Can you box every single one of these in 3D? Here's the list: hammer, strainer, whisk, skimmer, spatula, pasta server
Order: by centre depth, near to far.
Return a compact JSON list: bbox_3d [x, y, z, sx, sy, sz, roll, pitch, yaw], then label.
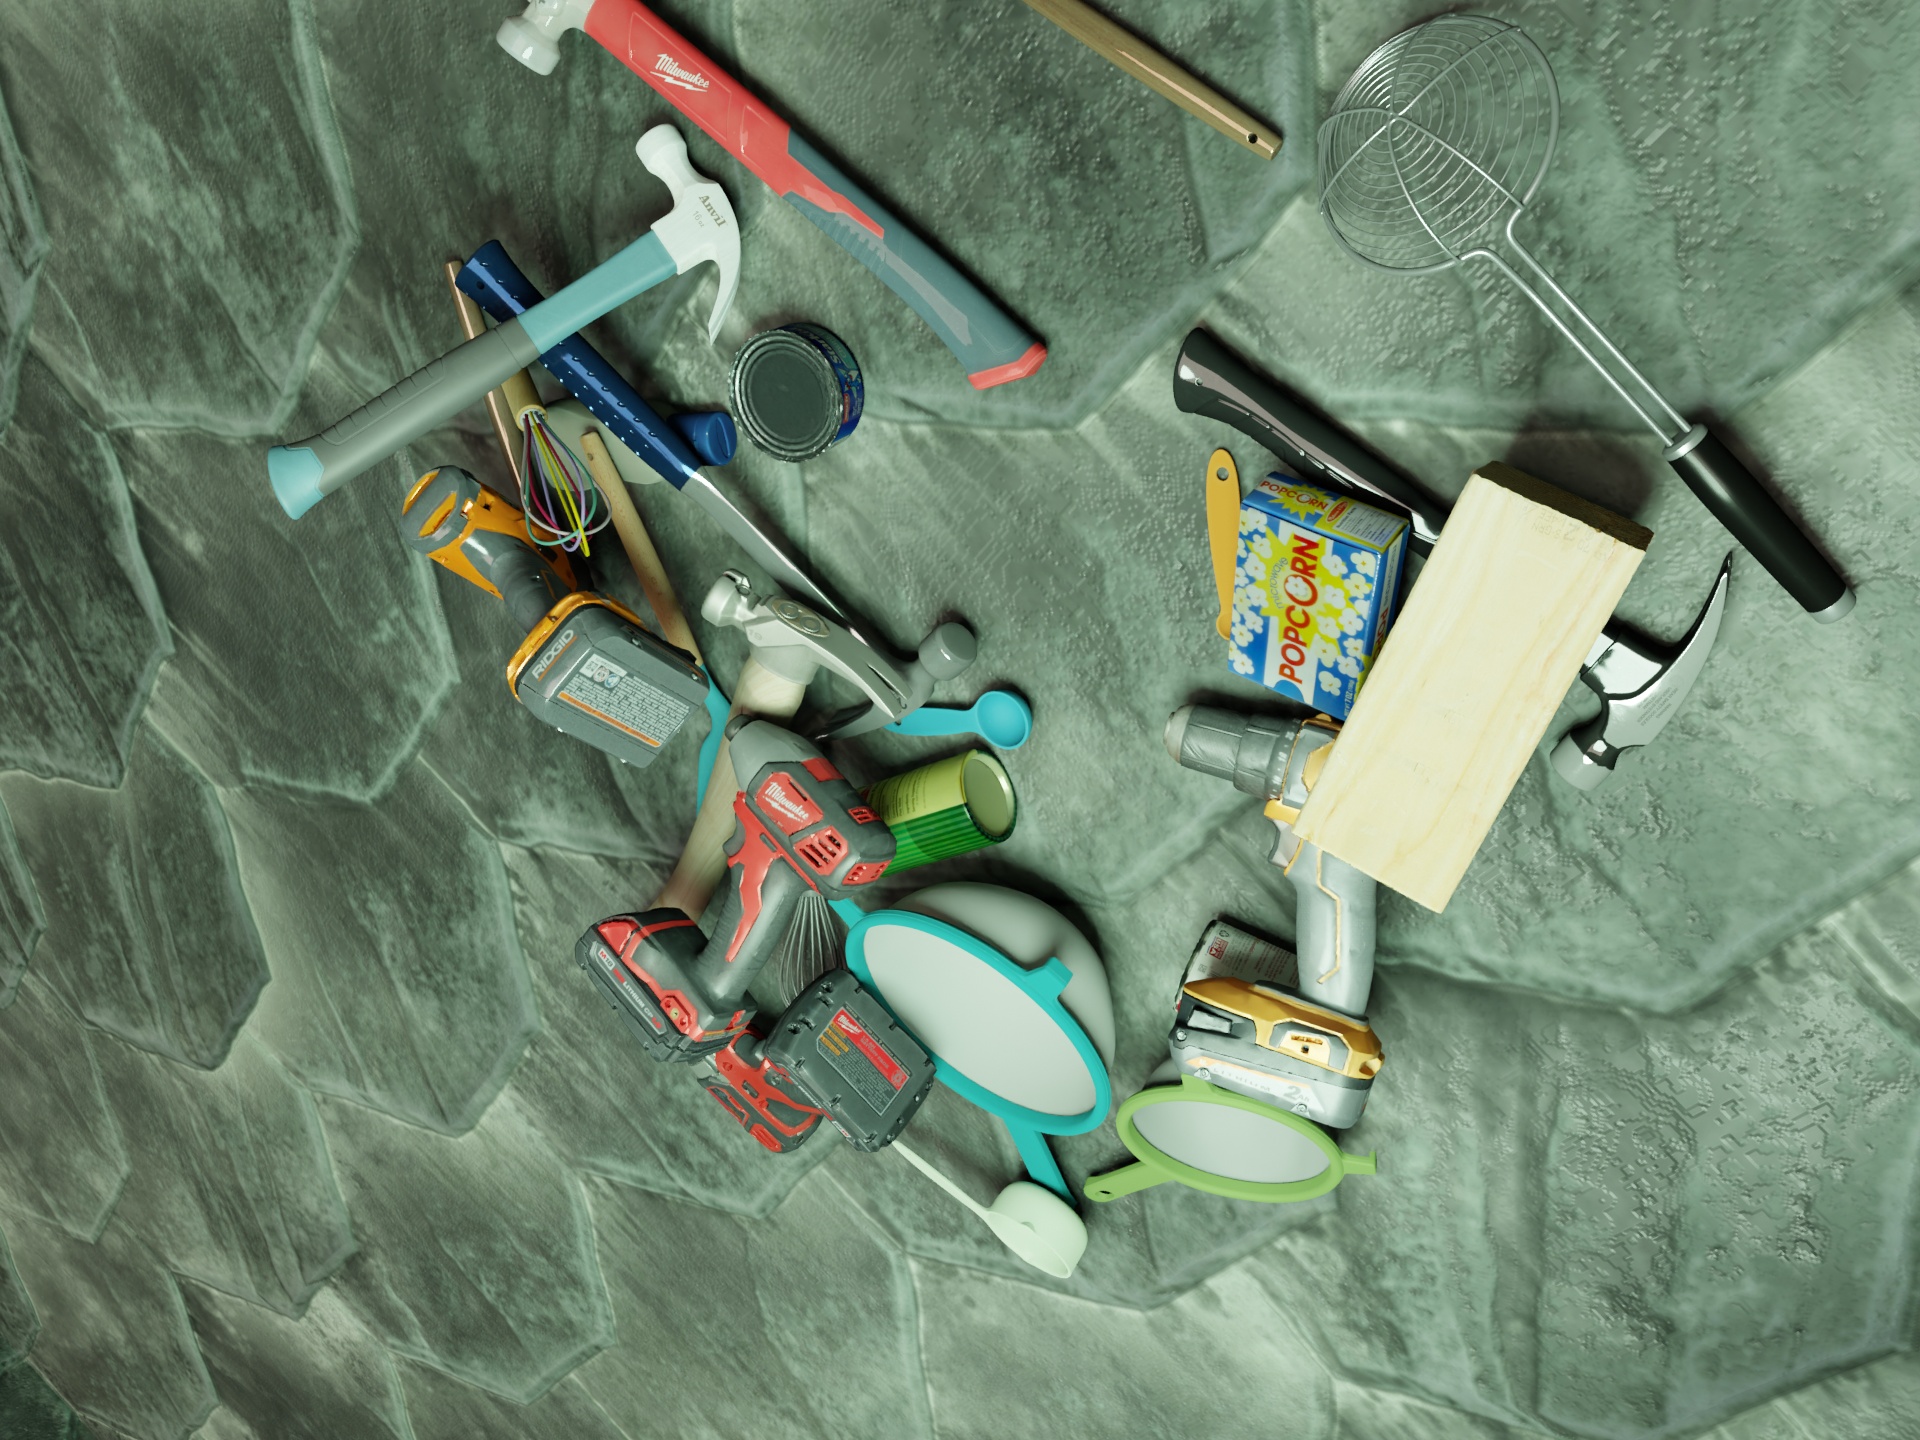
[{"bbox_3d":[0.325,-0.194,0.805,0.363,0.090,0.127,44,123,-9],"label":"skimmer"},{"bbox_3d":[0.045,-0.398,0.867,0.316,0.018,0.059,38,124,9],"label":"spatula"},{"bbox_3d":[0.258,-0.112,0.877,0.335,0.035,0.146,38,126,8],"label":"hammer"},{"bbox_3d":[-0.094,-0.345,0.948,0.386,0.038,0.143,40,108,2],"label":"hammer"},{"bbox_3d":[-0.279,-0.231,0.981,0.331,0.033,0.128,-35,90,-9],"label":"hammer"},{"bbox_3d":[-0.173,-0.148,1.051,0.405,0.035,0.144,45,130,-8],"label":"hammer"},{"bbox_3d":[-0.280,-0.185,1.056,0.051,0.047,0.245,-38,48,7],"label":"whisk"},{"bbox_3d":[0.161,0.281,1.105,0.151,0.069,0.256,29,145,-12],"label":"strainer"},{"bbox_3d":[0.049,0.225,1.127,0.211,0.095,0.340,14,140,36],"label":"strainer"},{"bbox_3d":[-0.205,-0.055,1.133,0.082,0.044,0.317,-3,121,32],"label":"spatula"},{"bbox_3d":[-0.167,0.077,1.155,0.146,0.038,0.410,32,131,3],"label":"hammer"},{"bbox_3d":[-0.327,-0.175,1.164,0.040,0.060,0.316,-15,105,0],"label":"pasta server"},{"bbox_3d":[-0.109,0.124,1.185,0.055,0.055,0.238,11,112,24],"label":"whisk"}]

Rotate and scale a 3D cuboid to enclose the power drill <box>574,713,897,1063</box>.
[{"bbox_3d":[-0.152,0.108,1.055,0.143,0.078,0.219,46,109,20],"label":"power drill"}]

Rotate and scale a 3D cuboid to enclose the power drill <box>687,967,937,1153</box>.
[{"bbox_3d":[-0.141,0.241,1.178,0.187,0.080,0.227,49,147,-13],"label":"power drill"}]

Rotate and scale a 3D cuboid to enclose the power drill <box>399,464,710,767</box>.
[{"bbox_3d":[-0.262,-0.069,1.058,0.084,0.164,0.227,-49,54,4],"label":"power drill"}]

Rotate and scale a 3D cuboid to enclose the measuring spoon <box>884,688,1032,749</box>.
[{"bbox_3d":[-0.002,-0.003,1.084,0.129,0.021,0.042,0,113,39],"label":"measuring spoon"}]

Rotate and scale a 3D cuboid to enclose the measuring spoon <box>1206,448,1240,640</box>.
[{"bbox_3d":[0.160,-0.105,0.950,0.021,0.011,0.117,4,111,30],"label":"measuring spoon"}]

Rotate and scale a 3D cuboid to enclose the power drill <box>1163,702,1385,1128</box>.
[{"bbox_3d":[0.190,0.105,0.951,0.185,0.084,0.226,17,92,20],"label":"power drill"}]

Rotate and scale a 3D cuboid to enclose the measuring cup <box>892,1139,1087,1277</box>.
[{"bbox_3d":[0.023,0.354,1.199,0.168,0.038,0.083,31,151,22],"label":"measuring cup"}]
